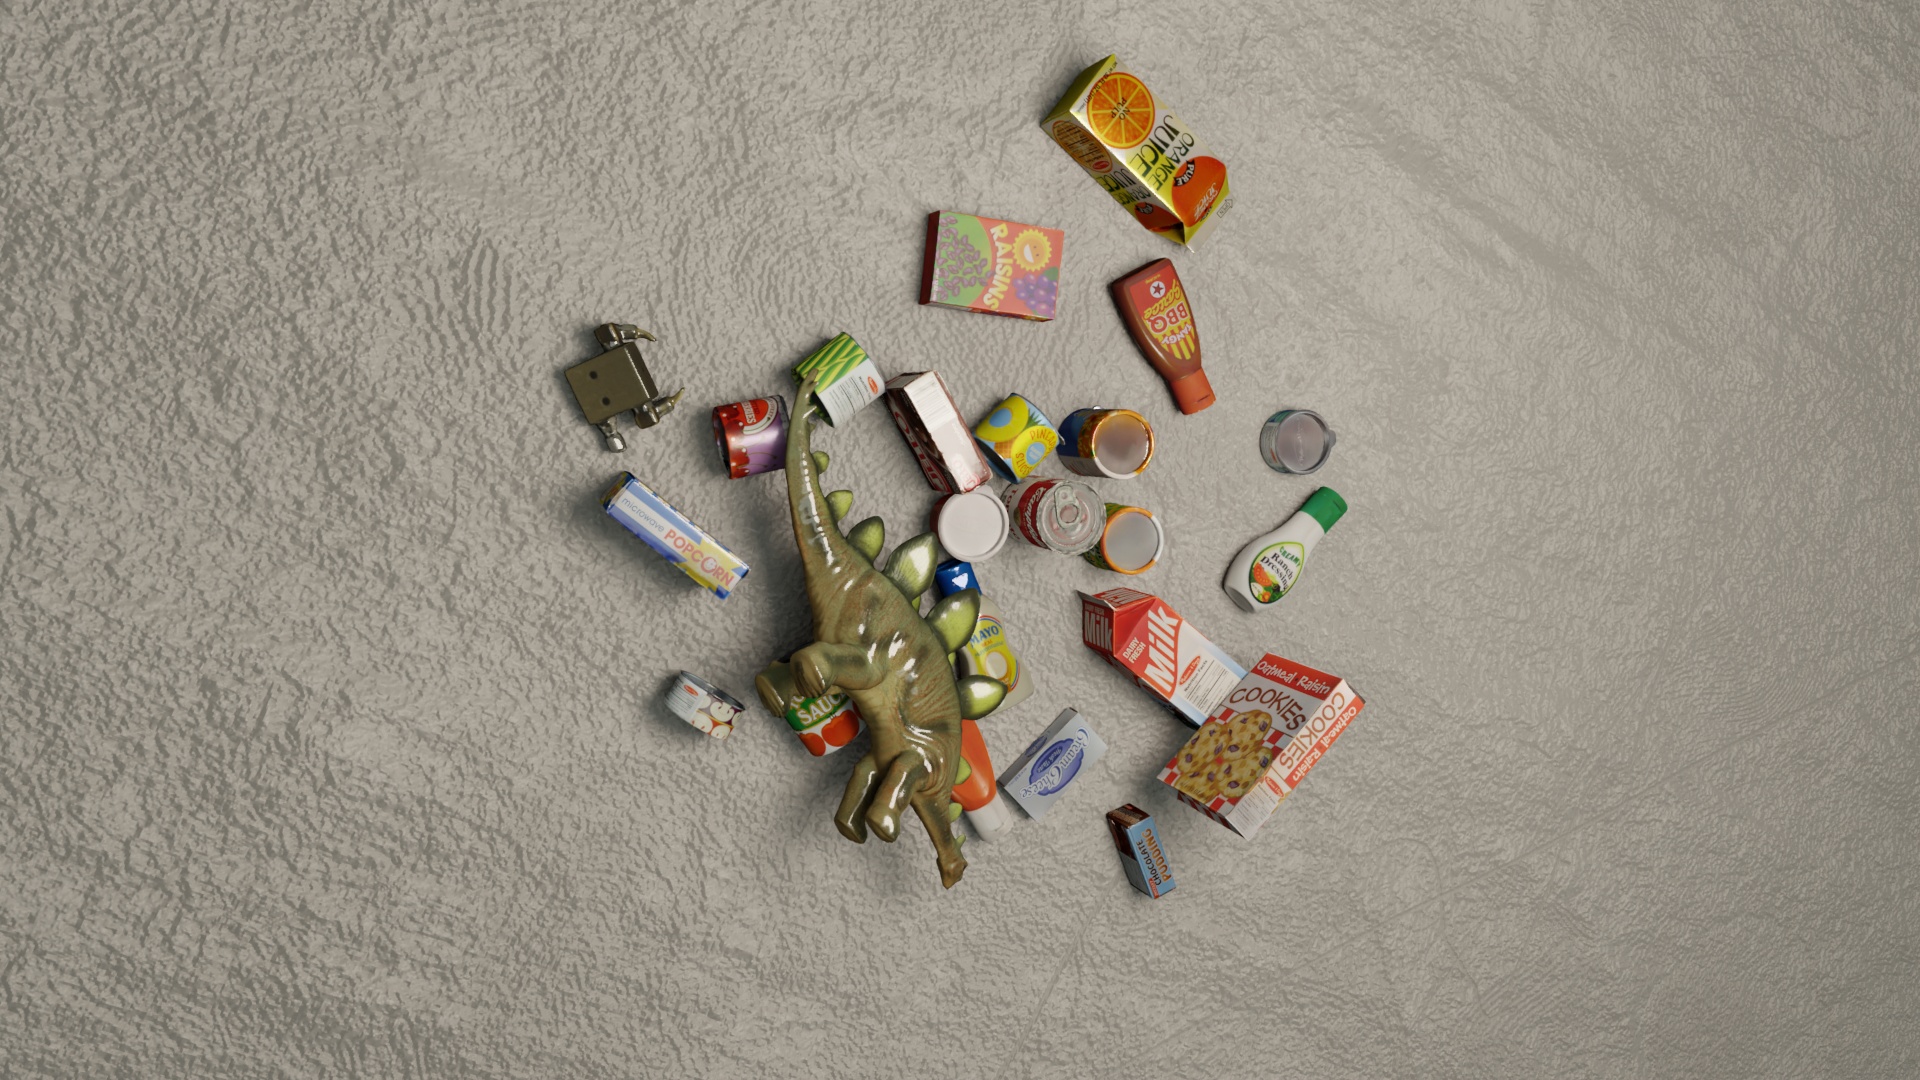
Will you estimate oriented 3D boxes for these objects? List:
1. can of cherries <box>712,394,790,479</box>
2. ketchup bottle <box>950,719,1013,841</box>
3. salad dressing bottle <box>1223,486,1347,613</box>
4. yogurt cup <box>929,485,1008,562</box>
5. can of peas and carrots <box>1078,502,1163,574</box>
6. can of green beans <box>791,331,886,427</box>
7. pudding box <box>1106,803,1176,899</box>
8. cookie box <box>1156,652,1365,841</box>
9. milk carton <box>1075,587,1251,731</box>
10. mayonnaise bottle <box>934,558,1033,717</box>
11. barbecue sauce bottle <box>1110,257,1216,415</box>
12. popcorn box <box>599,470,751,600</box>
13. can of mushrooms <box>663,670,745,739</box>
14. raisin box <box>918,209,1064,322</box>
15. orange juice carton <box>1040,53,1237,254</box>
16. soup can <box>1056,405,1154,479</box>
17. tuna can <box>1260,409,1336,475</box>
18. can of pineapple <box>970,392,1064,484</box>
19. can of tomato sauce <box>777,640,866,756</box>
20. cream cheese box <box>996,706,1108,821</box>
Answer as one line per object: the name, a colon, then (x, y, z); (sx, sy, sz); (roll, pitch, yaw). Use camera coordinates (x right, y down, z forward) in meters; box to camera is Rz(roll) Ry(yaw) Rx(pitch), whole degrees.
can of cherries: (-0.180, -0.092, 1.209); (0.058, 0.071, 0.071); (-12, 99, -16)
ketchup bottle: (0.002, 0.215, 1.312); (0.065, 0.043, 0.148); (-32, 104, -17)
salad dressing bottle: (0.331, 0.008, 1.407); (0.148, 0.044, 0.064); (-46, 106, -10)
yogurt cup: (0.005, -0.016, 1.287); (0.072, 0.054, 0.072); (-2, 96, -19)
can of peas and carrots: (0.152, -0.001, 1.337); (0.071, 0.059, 0.071); (-2, 95, -19)
can of green beans: (-0.108, -0.142, 1.231); (0.058, 0.071, 0.071); (-38, 105, -11)
pudding box: (0.179, 0.308, 1.378); (0.030, 0.049, 0.083); (-24, 102, -17)
cookie box: (0.277, 0.186, 1.286); (0.168, 0.123, 0.040); (-46, 111, -10)
milk carton: (0.192, 0.108, 1.354); (0.190, 0.072, 0.073); (39, 82, -19)
mayonnaise bottle: (0.016, 0.089, 1.307); (0.065, 0.041, 0.147); (-25, 103, -16)
barbecue sauce bottle: (0.202, -0.195, 1.345); (0.065, 0.043, 0.148); (-30, 104, -15)
popcorn box: (-0.245, -0.005, 1.186); (0.126, 0.085, 0.038); (40, 83, -18)
can of mushrooms: (-0.223, 0.145, 1.218); (0.071, 0.071, 0.033); (33, 84, -19)
raisin box: (0.029, -0.252, 1.283); (0.123, 0.040, 0.086); (5, 92, -18)
orange juice carton: (0.176, -0.358, 1.306); (0.192, 0.073, 0.072); (39, 82, -18)
soup can: (0.137, -0.094, 1.310); (0.071, 0.084, 0.071); (-2, 95, -19)
tuna can: (0.341, -0.100, 1.407); (0.071, 0.033, 0.071); (-2, 96, -19)
can of pineapple: (0.051, -0.093, 1.289); (0.058, 0.071, 0.071); (-45, 107, -9)
can of tomato sauce: (-0.129, 0.142, 1.246); (0.071, 0.071, 0.083); (-36, 106, -12)
cream cheese box: (0.090, 0.218, 1.353); (0.104, 0.024, 0.053); (-45, 108, -10)
